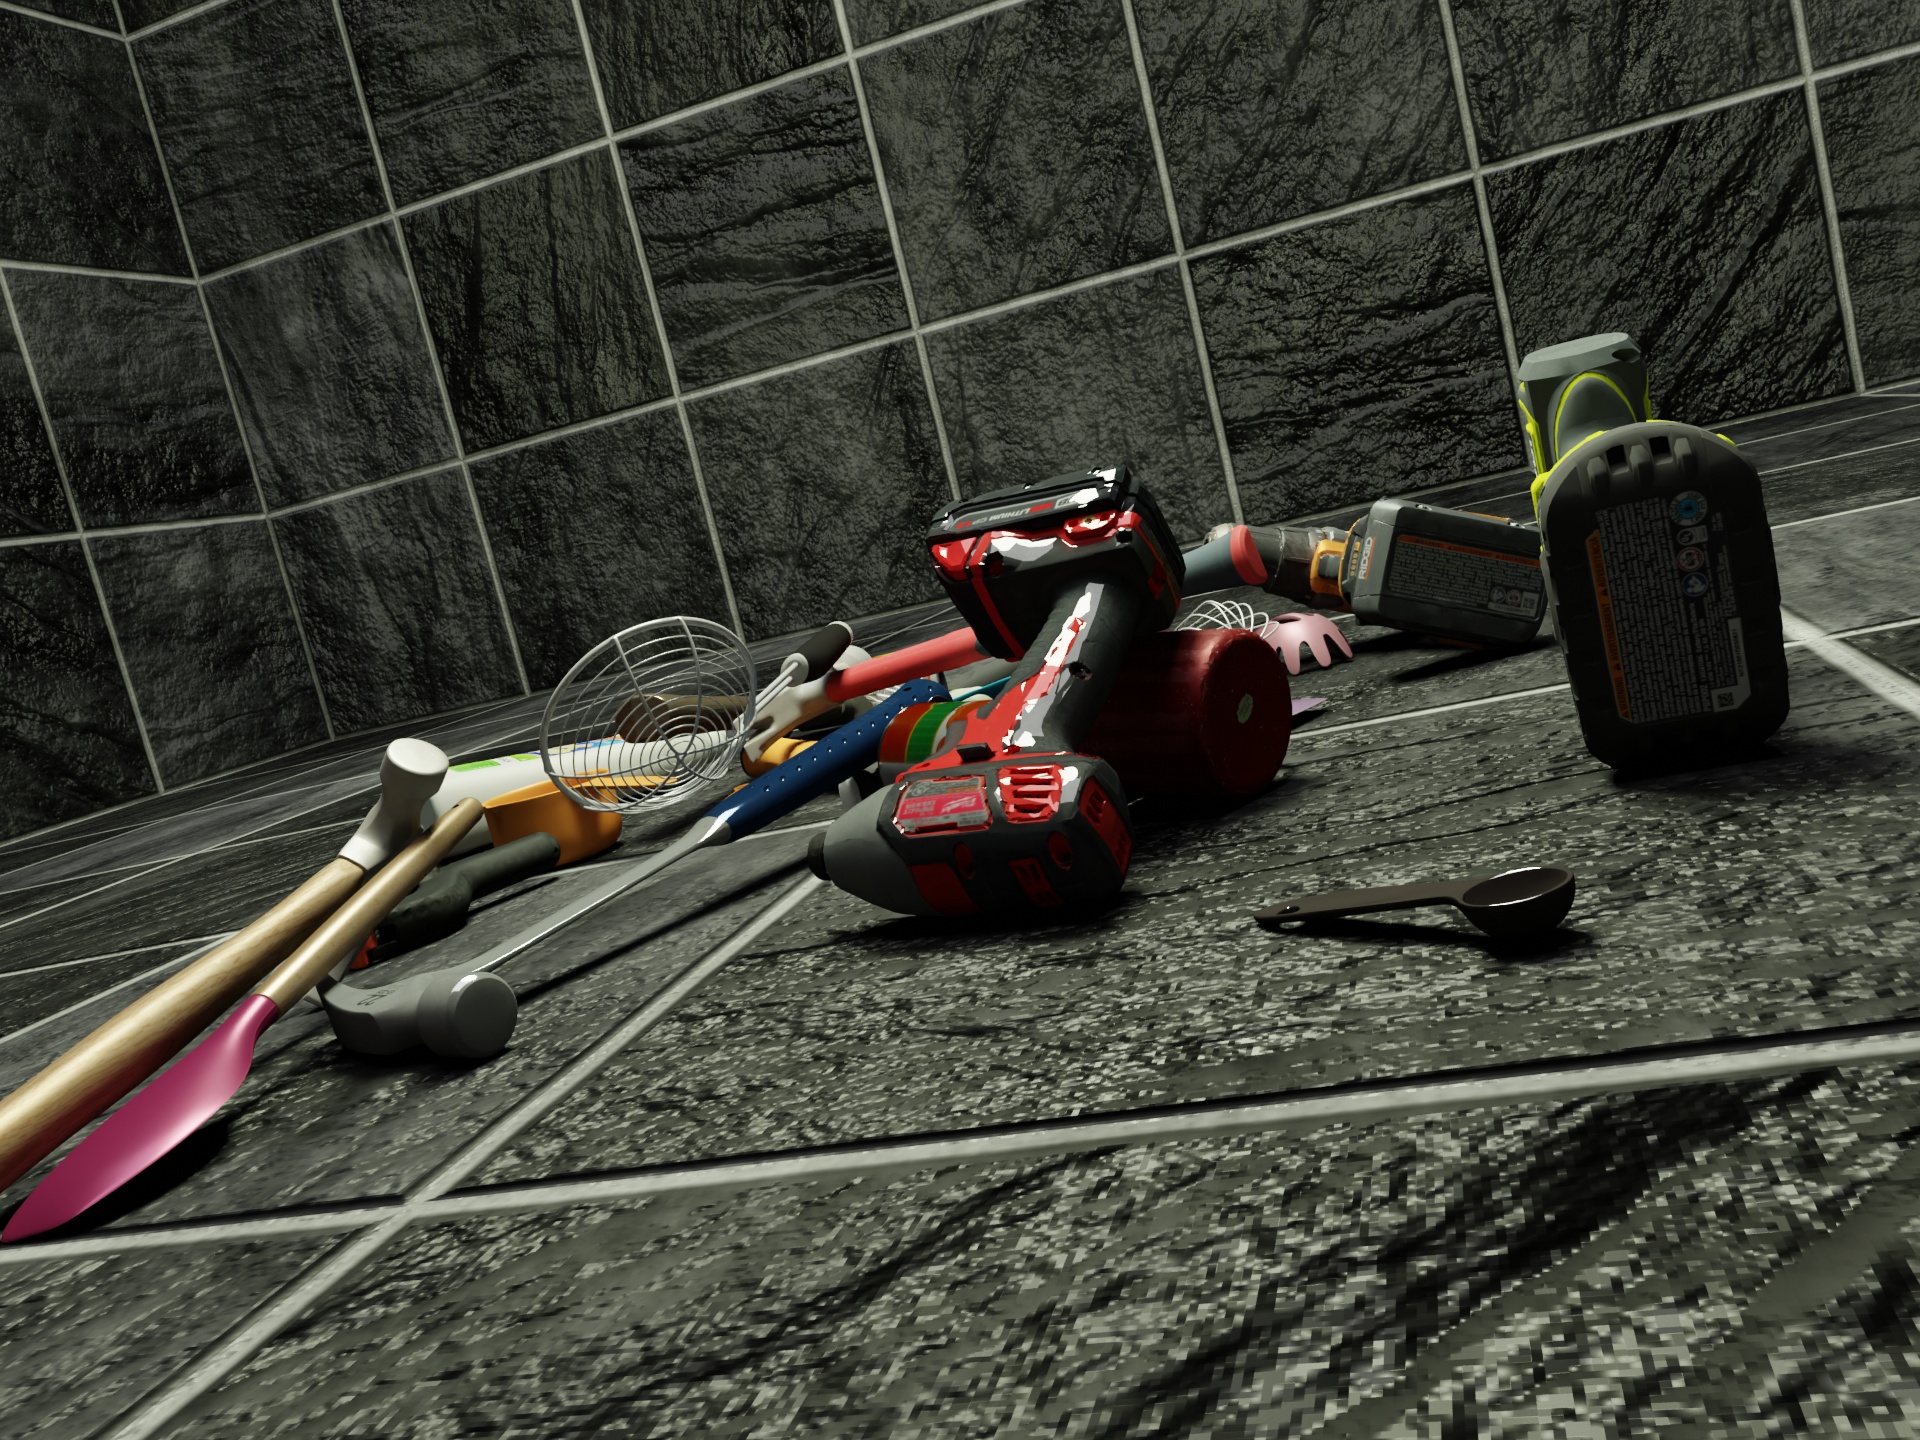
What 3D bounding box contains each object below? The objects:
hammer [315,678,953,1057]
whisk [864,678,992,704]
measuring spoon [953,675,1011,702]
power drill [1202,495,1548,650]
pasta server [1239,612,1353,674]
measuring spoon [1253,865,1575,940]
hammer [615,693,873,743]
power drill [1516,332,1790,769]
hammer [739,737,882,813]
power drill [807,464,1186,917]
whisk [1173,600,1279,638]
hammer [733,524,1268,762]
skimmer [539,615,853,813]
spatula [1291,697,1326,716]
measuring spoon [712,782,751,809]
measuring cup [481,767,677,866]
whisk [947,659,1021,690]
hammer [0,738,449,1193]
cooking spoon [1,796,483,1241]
[{"bbox_3d":[-0.138,0.060,0.811,0.144,0.035,0.405,-8,15,38],"label":"hammer"},{"bbox_3d":[-0.021,-0.010,1.141,0.059,0.057,0.246,-61,15,-9],"label":"whisk"},{"bbox_3d":[-0.002,-0.003,0.994,0.128,0.021,0.042,-23,1,-9],"label":"measuring spoon"},{"bbox_3d":[0.271,-0.102,1.068,0.185,0.084,0.226,10,4,-5],"label":"power drill"},{"bbox_3d":[0.183,-0.049,1.230,0.060,0.040,0.316,-18,4,-27],"label":"pasta server"},{"bbox_3d":[0.143,0.064,0.514,0.034,0.018,0.124,-21,4,-37],"label":"measuring spoon"},{"bbox_3d":[-0.148,-0.008,1.241,0.146,0.038,0.410,-11,-1,13],"label":"hammer"},{"bbox_3d":[0.296,-0.071,0.703,0.080,0.171,0.223,-11,16,19],"label":"power drill"},{"bbox_3d":[-0.075,0.027,1.092,0.127,0.034,0.337,-18,8,-24],"label":"hammer"},{"bbox_3d":[0.018,-0.008,0.710,0.143,0.078,0.220,-9,43,30],"label":"power drill"},{"bbox_3d":[0.154,-0.048,1.171,0.070,0.070,0.284,-16,3,-15],"label":"whisk"},{"bbox_3d":[0.020,-0.051,1.045,0.386,0.038,0.143,-16,14,38],"label":"hammer"},{"bbox_3d":[-0.145,-0.033,0.996,0.090,0.127,0.363,31,18,1],"label":"skimmer"},{"bbox_3d":[0.092,0.027,0.850,0.060,0.018,0.316,-7,8,46],"label":"spatula"},{"bbox_3d":[-0.157,0.062,1.088,0.021,0.011,0.117,-11,11,9],"label":"measuring spoon"},{"bbox_3d":[-0.240,0.066,1.046,0.174,0.052,0.095,-5,11,39],"label":"measuring cup"},{"bbox_3d":[0.093,-0.070,1.448,0.296,0.073,0.073,-27,13,-33],"label":"whisk"},{"bbox_3d":[-0.325,0.120,0.670,0.031,0.130,0.331,29,24,1],"label":"hammer"},{"bbox_3d":[-0.284,0.109,0.680,0.069,0.017,0.319,-20,18,20],"label":"cooking spoon"}]
